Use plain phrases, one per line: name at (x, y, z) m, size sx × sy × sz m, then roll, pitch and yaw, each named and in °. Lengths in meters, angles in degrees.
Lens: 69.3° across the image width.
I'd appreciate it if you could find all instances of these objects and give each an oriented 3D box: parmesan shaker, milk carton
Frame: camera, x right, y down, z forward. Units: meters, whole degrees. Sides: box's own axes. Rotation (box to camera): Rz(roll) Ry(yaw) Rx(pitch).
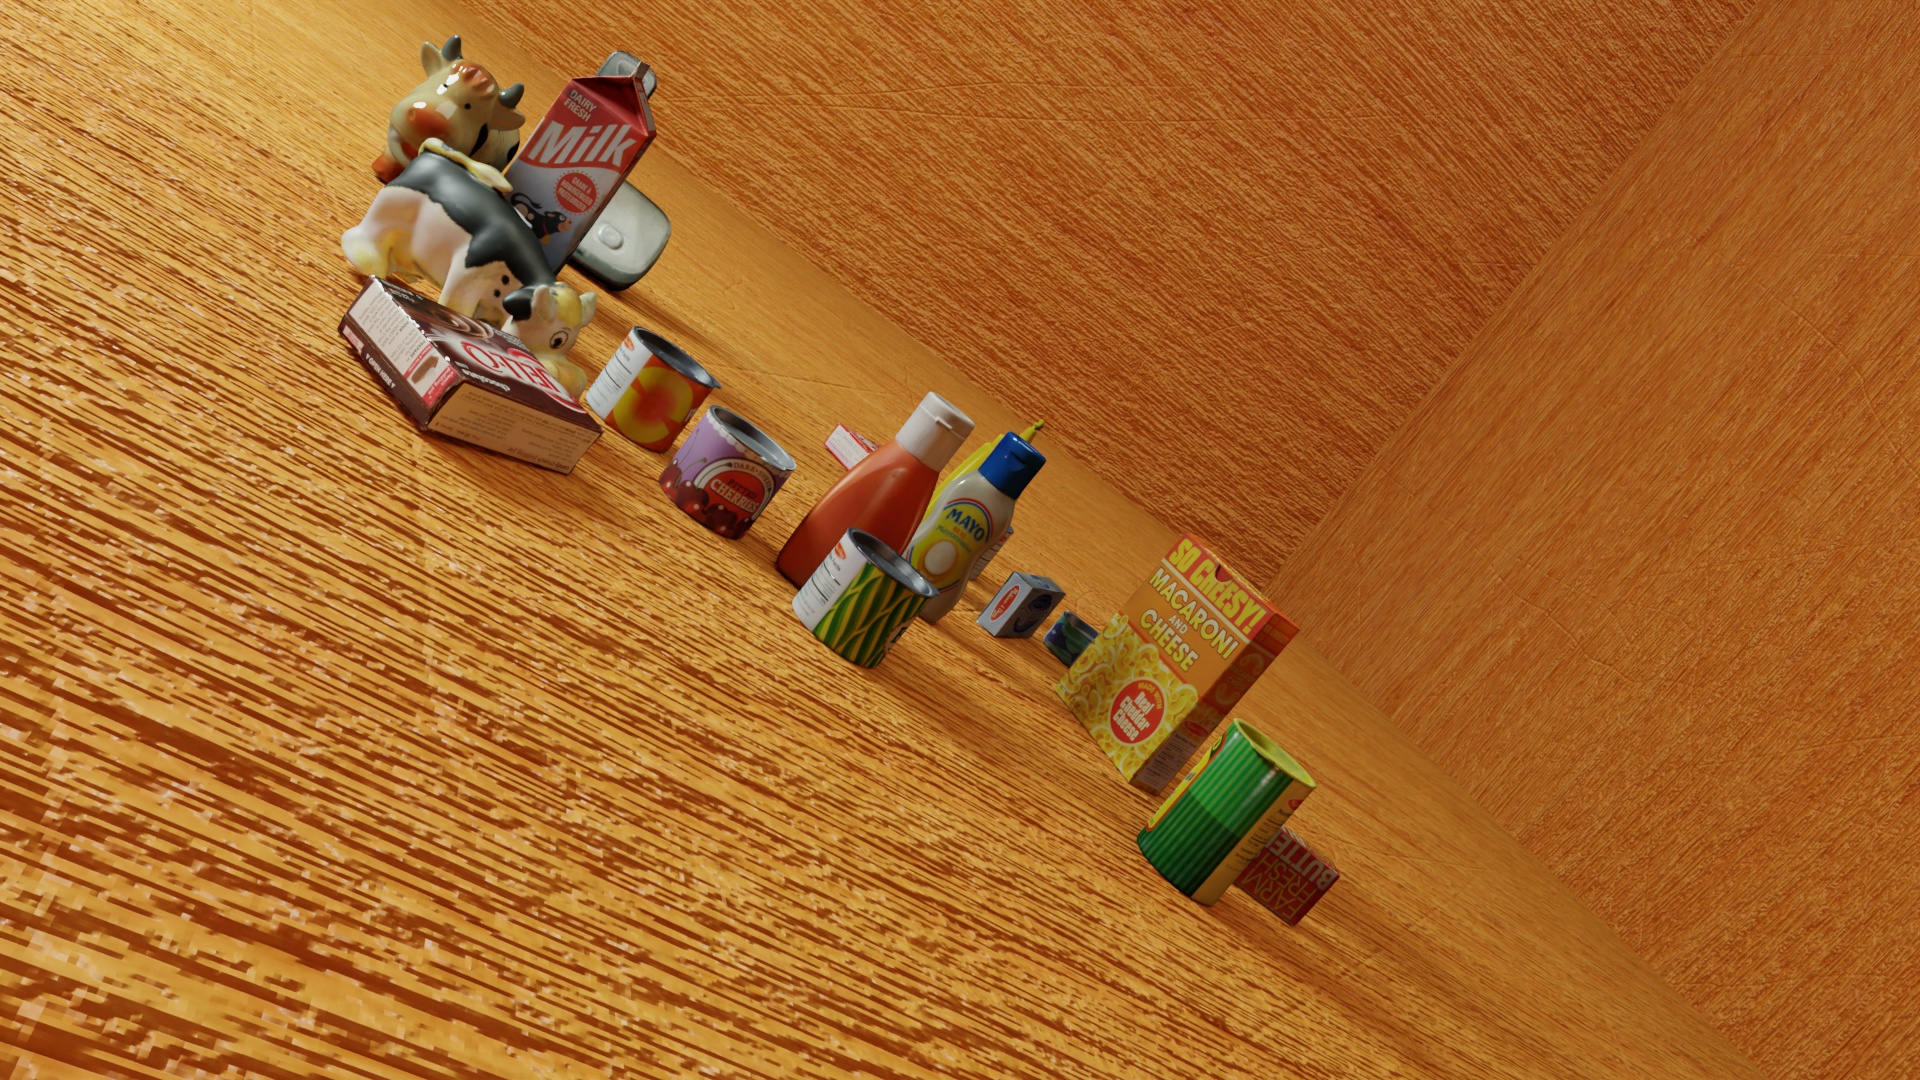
parmesan shaker at (0.168, 0.174, 0.892) m, size 0.071 × 0.103 × 0.071 m, roll 37°, pitch 9°, yaw -7°
milk carton at (-0.305, -0.301, 1.105) m, size 0.073 × 0.190 × 0.072 m, roll 36°, pitch 9°, yaw -16°

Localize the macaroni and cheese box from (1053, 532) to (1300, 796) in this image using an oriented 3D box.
macaroni and cheese box at (0.162, 0.092, 1.064) m, size 0.040 × 0.166 × 0.124 m, roll 32°, pitch 11°, yaw -38°

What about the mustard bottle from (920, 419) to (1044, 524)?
mustard bottle at (0.017, -0.040, 1.167) m, size 0.065 × 0.160 × 0.049 m, roll 37°, pitch 9°, yaw -11°

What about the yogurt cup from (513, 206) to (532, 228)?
yogurt cup at (-0.351, -0.223, 0.981) m, size 0.072 × 0.054 × 0.072 m, roll 37°, pitch 9°, yaw -7°

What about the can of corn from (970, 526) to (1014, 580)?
can of corn at (0.004, -0.007, 1.276) m, size 0.071 × 0.058 × 0.071 m, roll 37°, pitch 9°, yaw -7°

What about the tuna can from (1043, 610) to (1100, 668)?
tuna can at (0.108, 0.096, 1.257) m, size 0.071 × 0.033 × 0.071 m, roll 37°, pitch 9°, yaw -7°

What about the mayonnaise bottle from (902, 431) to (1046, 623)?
mayonnaise bottle at (0.004, -0.013, 1.024) m, size 0.065 × 0.148 × 0.041 m, roll 38°, pitch 9°, yaw -3°

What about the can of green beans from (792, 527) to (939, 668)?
can of green beans at (-0.059, 0.035, 0.838) m, size 0.071 × 0.057 × 0.071 m, roll 37°, pitch 9°, yaw -7°

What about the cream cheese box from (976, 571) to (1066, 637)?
cream cheese box at (0.052, 0.055, 1.174) m, size 0.024 × 0.053 × 0.104 m, roll 41°, pitch 10°, yaw 18°

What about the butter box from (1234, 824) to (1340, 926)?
butter box at (0.212, 0.222, 0.983) m, size 0.103 × 0.053 × 0.024 m, roll 37°, pitch 9°, yaw -7°

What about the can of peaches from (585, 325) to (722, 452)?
can of peaches at (-0.204, -0.099, 0.926) m, size 0.071 × 0.058 × 0.071 m, roll 37°, pitch 9°, yaw -7°

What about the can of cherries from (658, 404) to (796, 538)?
can of cherries at (-0.146, -0.042, 0.872) m, size 0.071 × 0.058 × 0.071 m, roll 37°, pitch 9°, yaw -7°

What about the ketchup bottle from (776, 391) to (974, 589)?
ketchup bottle at (-0.050, -0.025, 0.879) m, size 0.064 × 0.148 × 0.043 m, roll 37°, pitch 9°, yaw -8°
